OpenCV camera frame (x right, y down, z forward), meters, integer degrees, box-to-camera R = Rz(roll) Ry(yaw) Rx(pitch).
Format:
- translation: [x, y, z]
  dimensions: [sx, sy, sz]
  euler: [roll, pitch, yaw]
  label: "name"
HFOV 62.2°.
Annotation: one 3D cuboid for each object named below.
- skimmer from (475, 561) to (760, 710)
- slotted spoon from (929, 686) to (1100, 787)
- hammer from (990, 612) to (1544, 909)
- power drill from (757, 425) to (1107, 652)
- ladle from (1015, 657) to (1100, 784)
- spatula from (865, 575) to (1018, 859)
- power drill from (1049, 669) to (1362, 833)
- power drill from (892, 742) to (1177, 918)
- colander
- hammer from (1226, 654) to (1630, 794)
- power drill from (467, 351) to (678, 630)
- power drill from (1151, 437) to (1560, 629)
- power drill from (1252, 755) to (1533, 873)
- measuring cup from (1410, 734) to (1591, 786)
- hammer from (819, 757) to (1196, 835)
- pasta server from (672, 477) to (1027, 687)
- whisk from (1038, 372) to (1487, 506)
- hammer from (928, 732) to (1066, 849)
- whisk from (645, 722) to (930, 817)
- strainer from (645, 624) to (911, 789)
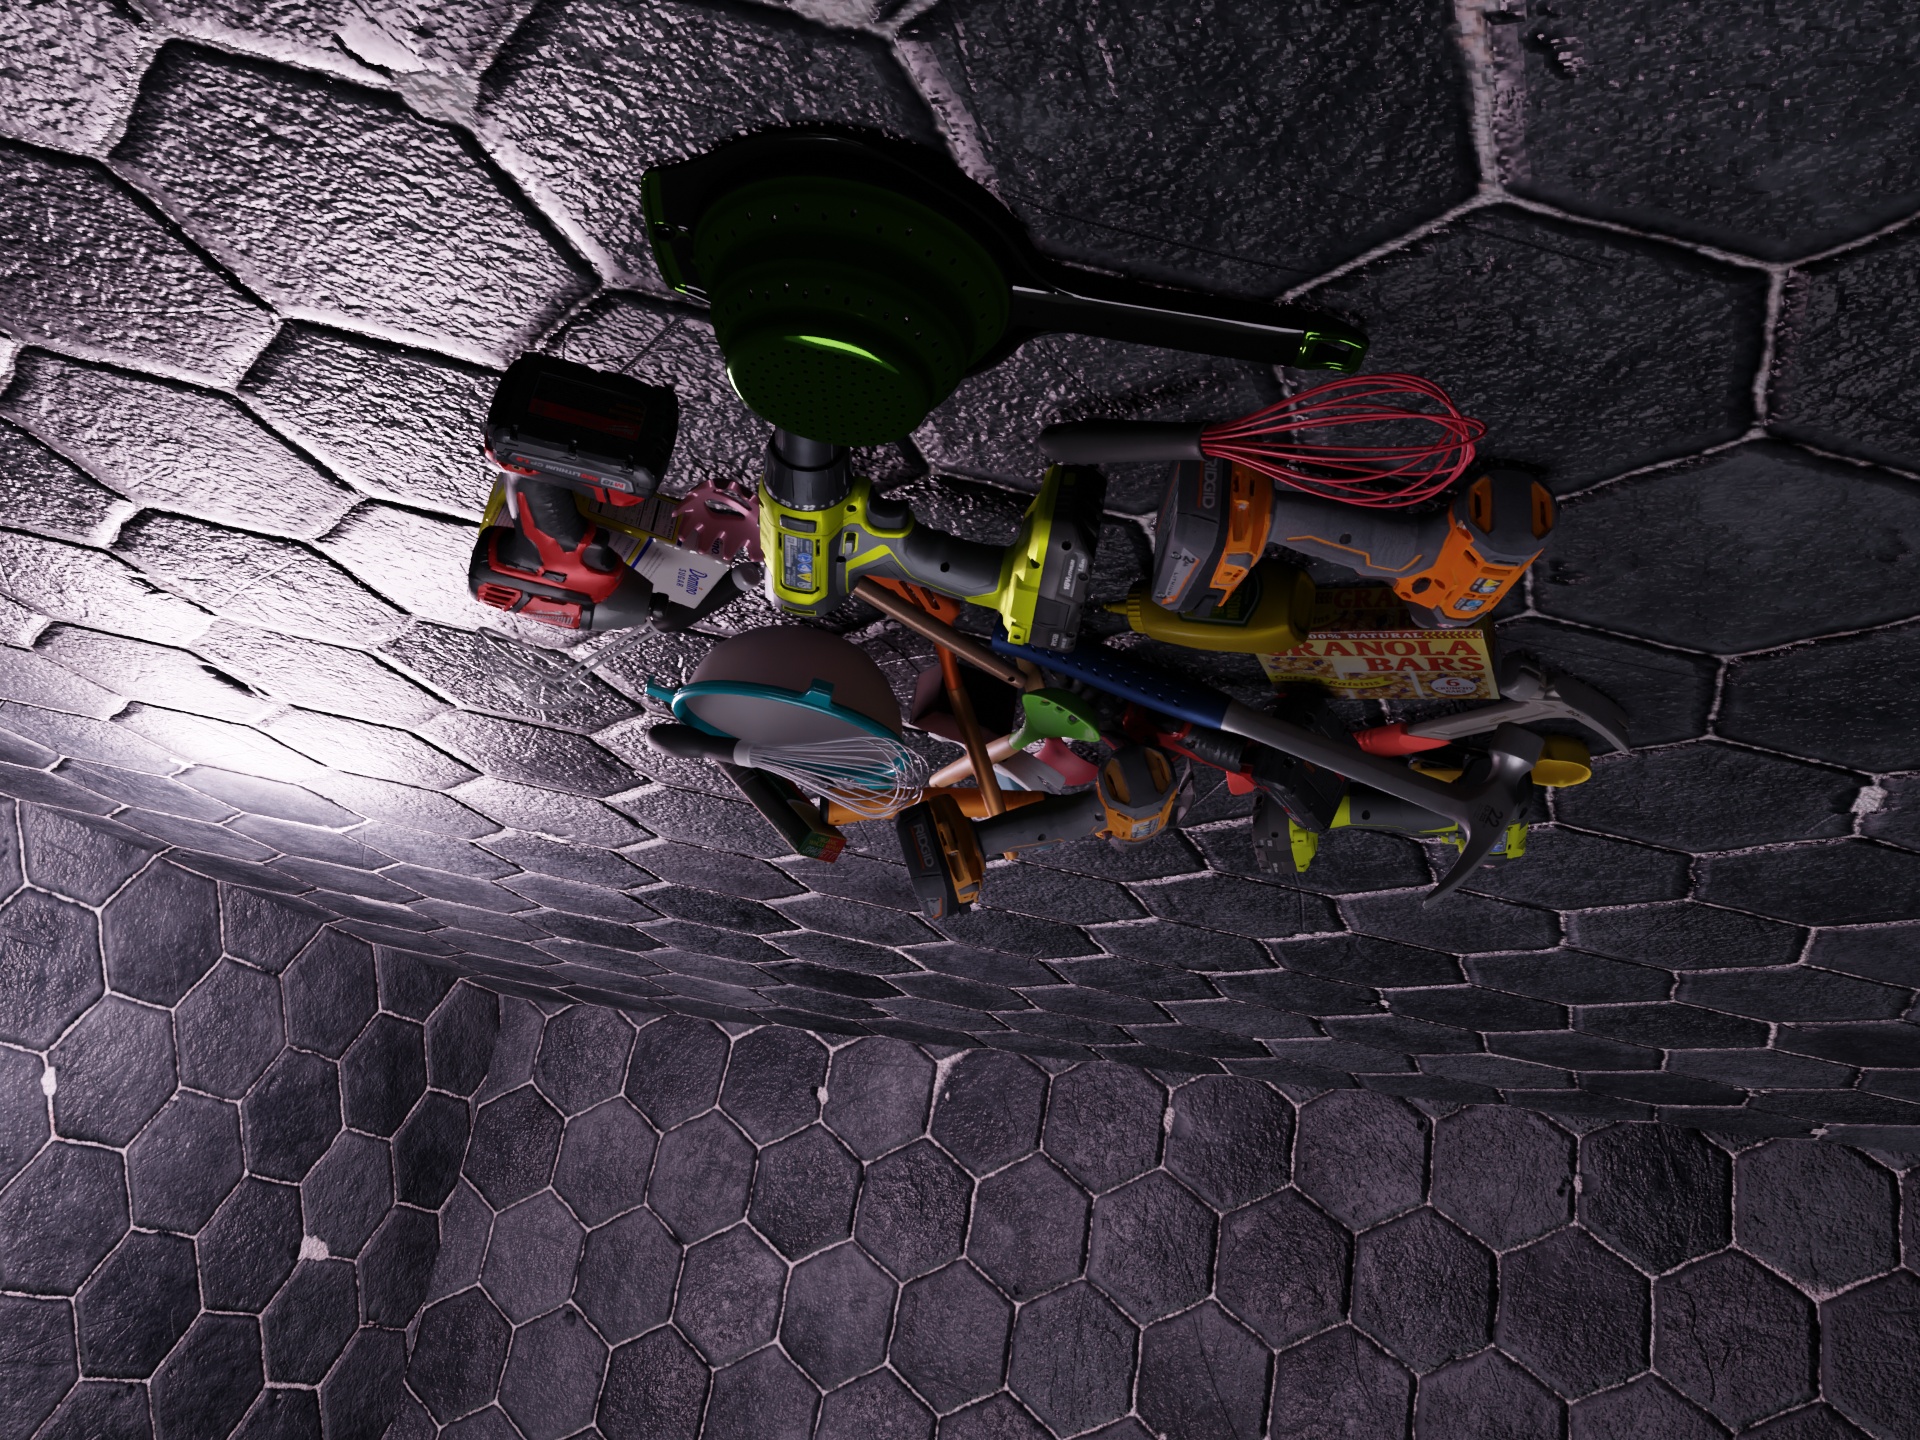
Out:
- translation: [-0.296, -0.089, 1.391]
  dimensions: [0.363, 0.090, 0.127]
  euler: [-22, 140, 39]
  label: "skimmer"
- translation: [0.036, 0.022, 1.372]
  dimensions: [0.070, 0.031, 0.314]
  euler: [34, 156, -12]
  label: "slotted spoon"
- translation: [0.205, 0.004, 1.176]
  dimensions: [0.406, 0.144, 0.035]
  euler: [23, 172, 21]
  label: "hammer"
- translation: [-0.023, -0.133, 1.059]
  dimensions: [0.228, 0.080, 0.190]
  euler: [11, 144, 2]
  label: "power drill"
- translation: [0.079, -0.002, 1.443]
  dimensions: [0.069, 0.031, 0.315]
  euler: [8, 158, 16]
  label: "ladle"
- translation: [-0.002, -0.004, 1.321]
  dimensions: [0.081, 0.041, 0.322]
  euler: [-1, 126, 27]
  label: "spatula"
- translation: [0.187, 0.002, 1.276]
  dimensions: [0.227, 0.080, 0.187]
  euler: [17, 166, 39]
  label: "power drill"
- translation: [0.067, 0.095, 1.320]
  dimensions: [0.226, 0.084, 0.185]
  euler: [-17, 162, -2]
  label: "power drill"
- translation: [0.017, -0.199, 0.853]
  dimensions: [0.397, 0.095, 0.204]
  euler: [10, 160, 2]
  label: "colander"
- translation: [0.370, 0.020, 1.347]
  dimensions: [0.149, 0.037, 0.359]
  euler: [23, 155, -31]
  label: "hammer"
- translation: [-0.261, -0.140, 1.096]
  dimensions: [0.143, 0.079, 0.219]
  euler: [14, 145, -11]
  label: "power drill"
- translation: [0.240, -0.107, 1.013]
  dimensions: [0.226, 0.084, 0.164]
  euler: [6, 160, 0]
  label: "power drill"
- translation: [0.368, 0.086, 1.363]
  dimensions: [0.223, 0.080, 0.171]
  euler: [0, 157, 16]
  label: "power drill"
- translation: [0.454, 0.034, 1.351]
  dimensions: [0.156, 0.029, 0.062]
  euler: [-2, 156, 33]
  label: "measuring cup"
- translation: [0.042, 0.073, 1.430]
  dimensions: [0.337, 0.034, 0.127]
  euler: [0, 157, -8]
  label: "hammer"
- translation: [-0.074, -0.096, 1.199]
  dimensions: [0.316, 0.040, 0.060]
  euler: [29, 124, -25]
  label: "pasta server"
- translation: [0.157, -0.158, 0.899]
  dimensions: [0.296, 0.073, 0.073]
  euler: [9, 164, 44]
  label: "whisk"
- translation: [0.057, 0.075, 1.617]
  dimensions: [0.128, 0.033, 0.330]
  euler: [27, 168, 18]
  label: "hammer"
- translation: [-0.152, 0.032, 1.339]
  dimensions: [0.285, 0.070, 0.070]
  euler: [9, 161, 28]
  label: "whisk"
- translation: [-0.107, -0.004, 1.433]
  dimensions: [0.211, 0.095, 0.340]
  euler: [2, 160, 31]
  label: "strainer"
